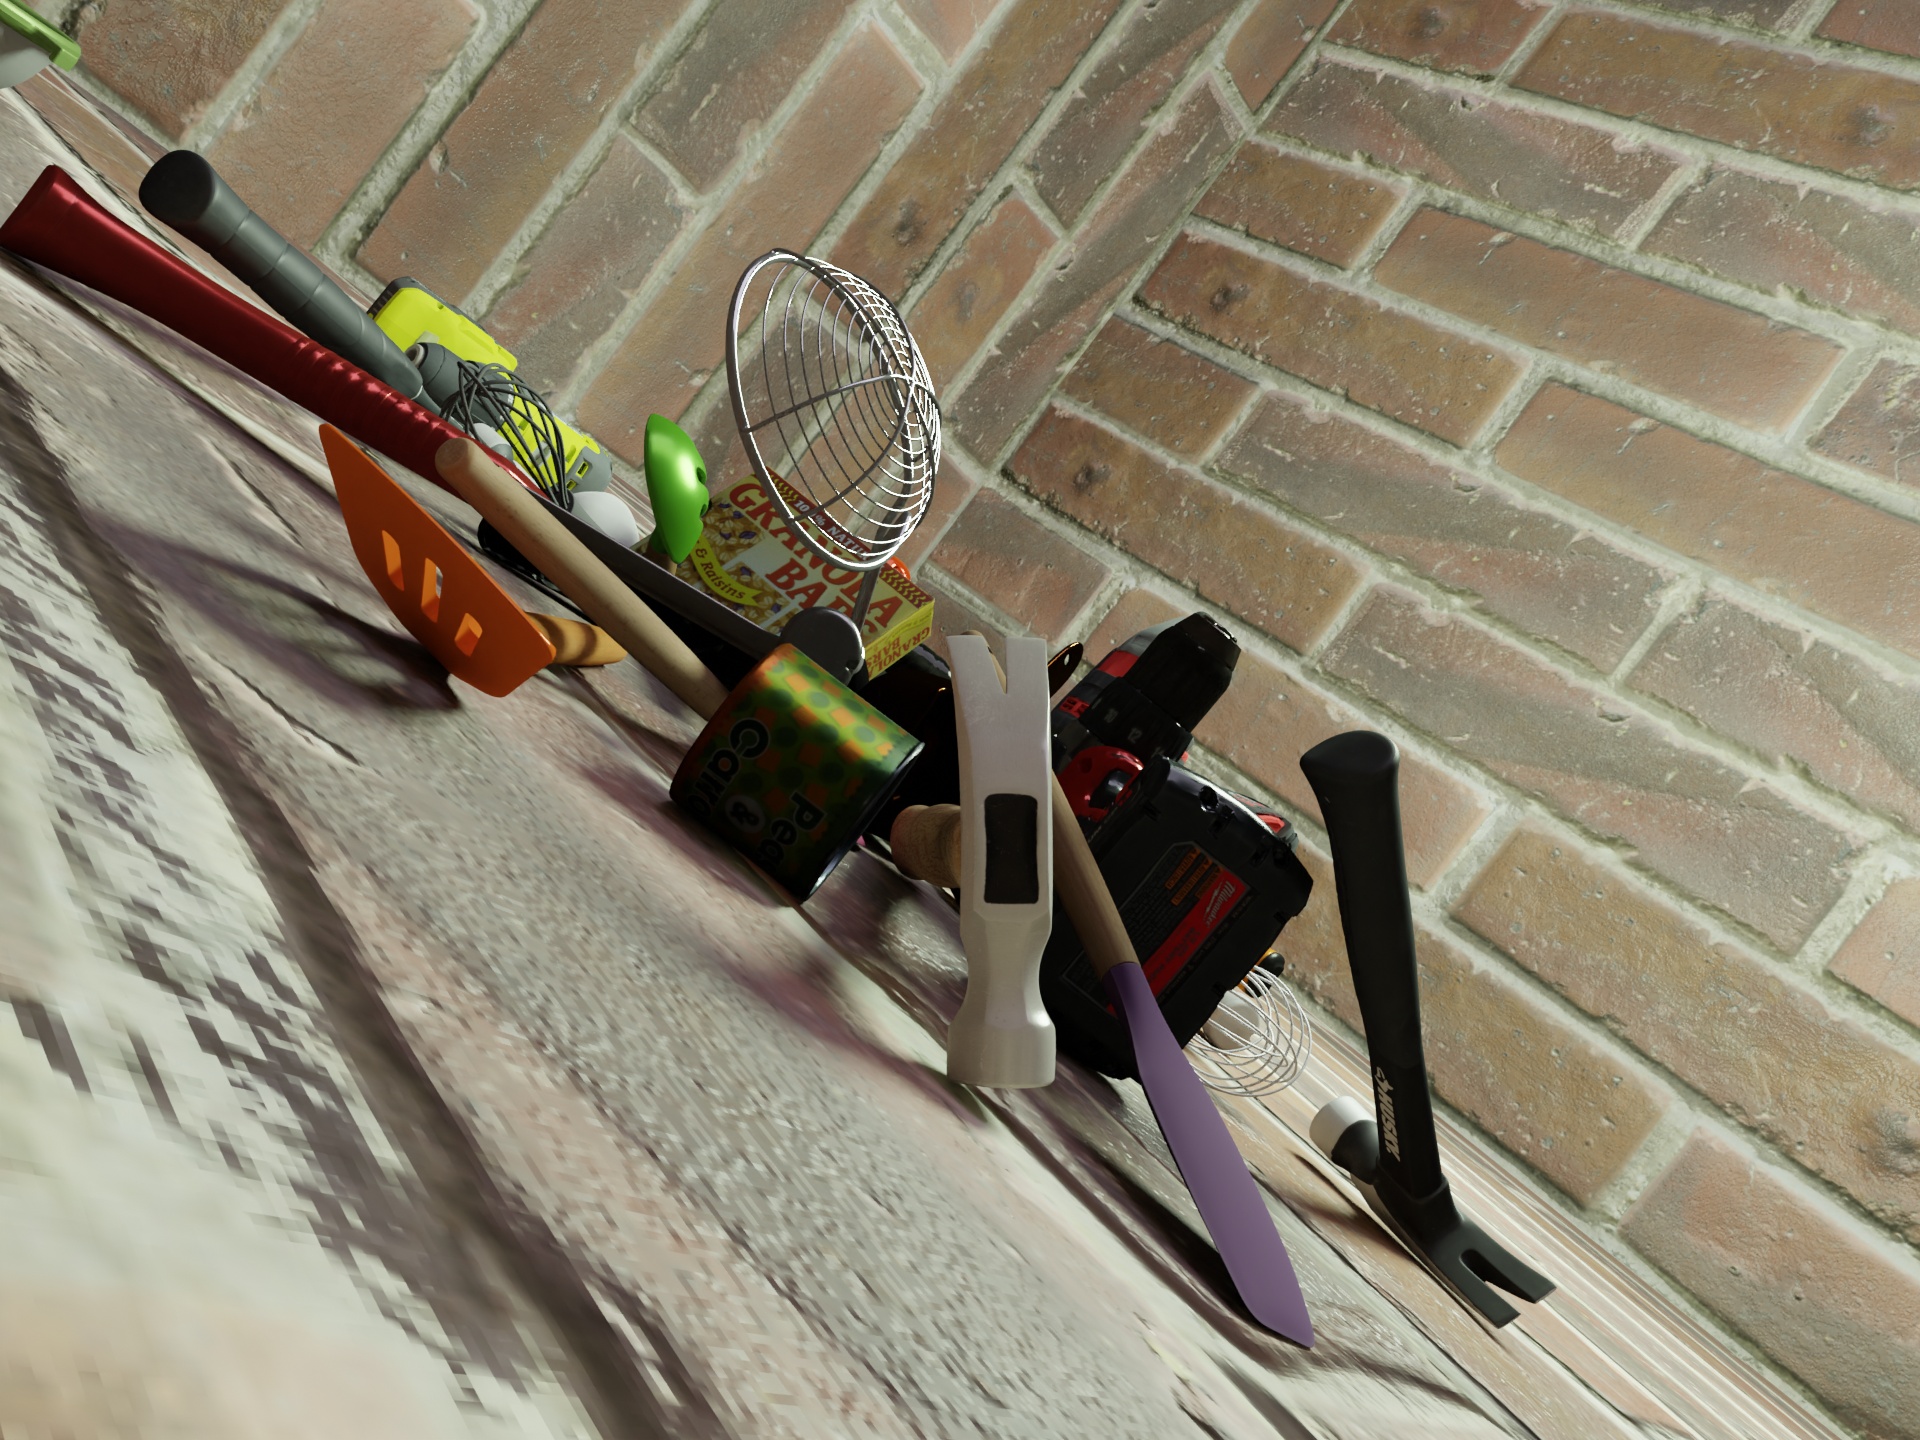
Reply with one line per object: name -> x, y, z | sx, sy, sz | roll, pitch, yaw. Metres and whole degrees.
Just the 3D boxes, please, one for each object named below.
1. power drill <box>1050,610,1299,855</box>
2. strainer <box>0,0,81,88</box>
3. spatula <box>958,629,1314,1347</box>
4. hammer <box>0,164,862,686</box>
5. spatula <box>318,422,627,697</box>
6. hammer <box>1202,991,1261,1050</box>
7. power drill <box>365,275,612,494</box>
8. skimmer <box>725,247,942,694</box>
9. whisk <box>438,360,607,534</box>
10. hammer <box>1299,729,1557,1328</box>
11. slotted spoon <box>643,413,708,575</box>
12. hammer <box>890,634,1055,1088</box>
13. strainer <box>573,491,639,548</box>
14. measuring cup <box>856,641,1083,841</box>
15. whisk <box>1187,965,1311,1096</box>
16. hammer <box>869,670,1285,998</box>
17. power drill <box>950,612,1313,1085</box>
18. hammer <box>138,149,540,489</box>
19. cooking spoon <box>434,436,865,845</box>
power drill -> 0.146, 0.036, 1.078 | 0.079, 0.143, 0.219 | 27, -26, 47
strainer -> -0.634, -0.440, 0.982 | 0.151, 0.069, 0.257 | 34, 2, -35
spatula -> 0.048, 0.070, 0.555 | 0.059, 0.018, 0.316 | 39, 19, -42
hammer -> -0.202, -0.102, 0.631 | 0.359, 0.037, 0.149 | 31, -11, -7
spatula -> -0.144, -0.035, 0.544 | 0.081, 0.041, 0.322 | 45, 0, -2
hammer -> 0.032, 0.088, 1.033 | 0.386, 0.038, 0.143 | 37, 0, -25
power drill -> -0.401, -0.272, 1.287 | 0.229, 0.080, 0.190 | 42, 3, 39
skimmer -> -0.074, -0.065, 0.740 | 0.090, 0.127, 0.363 | 8, -27, -8
whisk -> -0.206, -0.109, 0.817 | 0.055, 0.055, 0.238 | 38, -11, 18
hammer -> 0.192, 0.135, 0.697 | 0.146, 0.035, 0.334 | 46, -19, 49
slotted spoon -> -0.162, -0.094, 0.865 | 0.031, 0.070, 0.314 | -5, -7, -14
hammer -> -0.003, 0.045, 0.593 | 0.031, 0.130, 0.331 | 2, -4, -6
strainer -> -0.210, -0.099, 1.129 | 0.087, 0.050, 0.258 | 18, -17, 46
measuring cup -> -0.001, -0.003, 0.823 | 0.052, 0.174, 0.095 | 18, -50, 31
whisk -> 0.062, 0.109, 0.861 | 0.285, 0.070, 0.070 | 32, -1, 24
hammer -> 0.062, 0.065, 1.011 | 0.337, 0.034, 0.127 | 36, -2, 30
power drill -> 0.077, 0.042, 0.708 | 0.080, 0.188, 0.227 | 39, 5, -12
hammer -> -0.272, -0.161, 0.794 | 0.149, 0.036, 0.408 | 40, -5, 11
cooking spoon -> -0.105, -0.016, 0.619 | 0.069, 0.017, 0.318 | 38, -7, 30
